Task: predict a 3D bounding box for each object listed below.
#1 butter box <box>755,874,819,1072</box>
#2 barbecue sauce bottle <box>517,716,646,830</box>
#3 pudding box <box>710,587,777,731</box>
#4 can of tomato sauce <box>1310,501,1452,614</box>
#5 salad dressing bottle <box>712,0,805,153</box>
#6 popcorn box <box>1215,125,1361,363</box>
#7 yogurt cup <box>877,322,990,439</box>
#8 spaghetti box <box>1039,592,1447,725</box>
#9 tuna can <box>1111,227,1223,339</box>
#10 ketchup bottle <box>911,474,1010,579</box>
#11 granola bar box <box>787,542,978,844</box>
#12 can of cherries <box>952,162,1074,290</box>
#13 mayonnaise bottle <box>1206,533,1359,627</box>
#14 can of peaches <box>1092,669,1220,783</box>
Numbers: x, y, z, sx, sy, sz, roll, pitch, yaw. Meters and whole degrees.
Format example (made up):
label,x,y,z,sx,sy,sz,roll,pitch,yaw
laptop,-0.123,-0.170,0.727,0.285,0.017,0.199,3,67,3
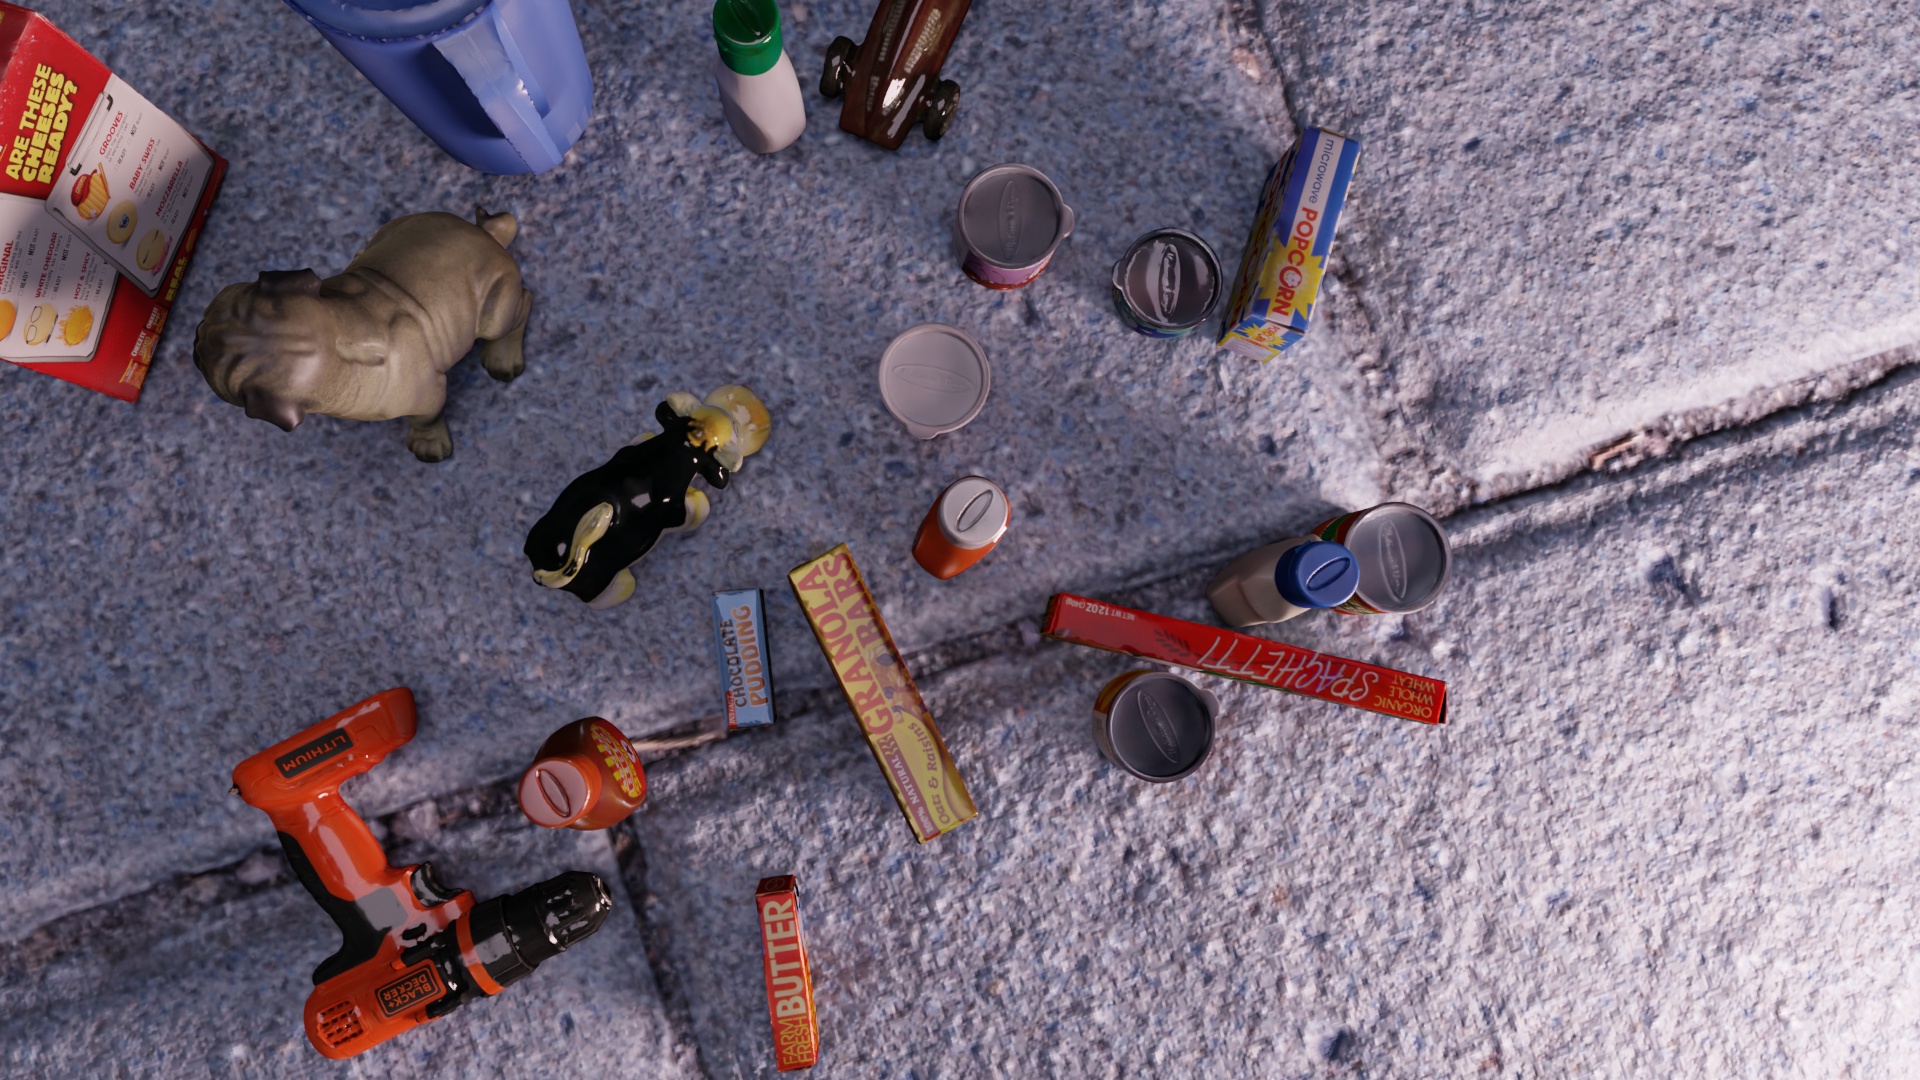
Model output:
label,x,y,z,sx,sy,sz,roll,pitch,yaw
butter box,-0.102,0.255,0.823,0.024,0.053,0.103,-8,86,-5
barbecue sauce bottle,-0.212,0.134,0.777,0.044,0.148,0.065,-31,89,-6
pudding box,-0.130,0.071,0.838,0.030,0.049,0.083,-7,86,-5
can of tomato sauce,0.252,0.014,0.855,0.071,0.083,0.071,0,86,-4
salad dressing bottle,-0.121,-0.276,0.819,0.044,0.147,0.064,-38,89,-6
popcorn box,0.204,-0.183,0.867,0.038,0.085,0.127,18,84,-3
yogurt cup,-0.018,-0.096,0.859,0.072,0.054,0.072,0,85,-4
spaghetti box,0.175,0.074,0.861,0.250,0.050,0.028,13,85,-3
tuna can,0.129,-0.163,0.886,0.071,0.033,0.071,0,85,-4
ketchup bottle,0.003,-0.010,0.805,0.043,0.148,0.065,39,84,-1
granola bar box,-0.047,0.087,0.805,0.039,0.124,0.165,-26,88,-6
can of cherries,0.032,-0.194,0.868,0.071,0.058,0.071,0,85,-4
mayonnaise bottle,0.191,0.024,0.817,0.065,0.148,0.041,-34,89,-6
can of peaches,0.119,0.111,0.849,0.071,0.058,0.071,0,85,-4
